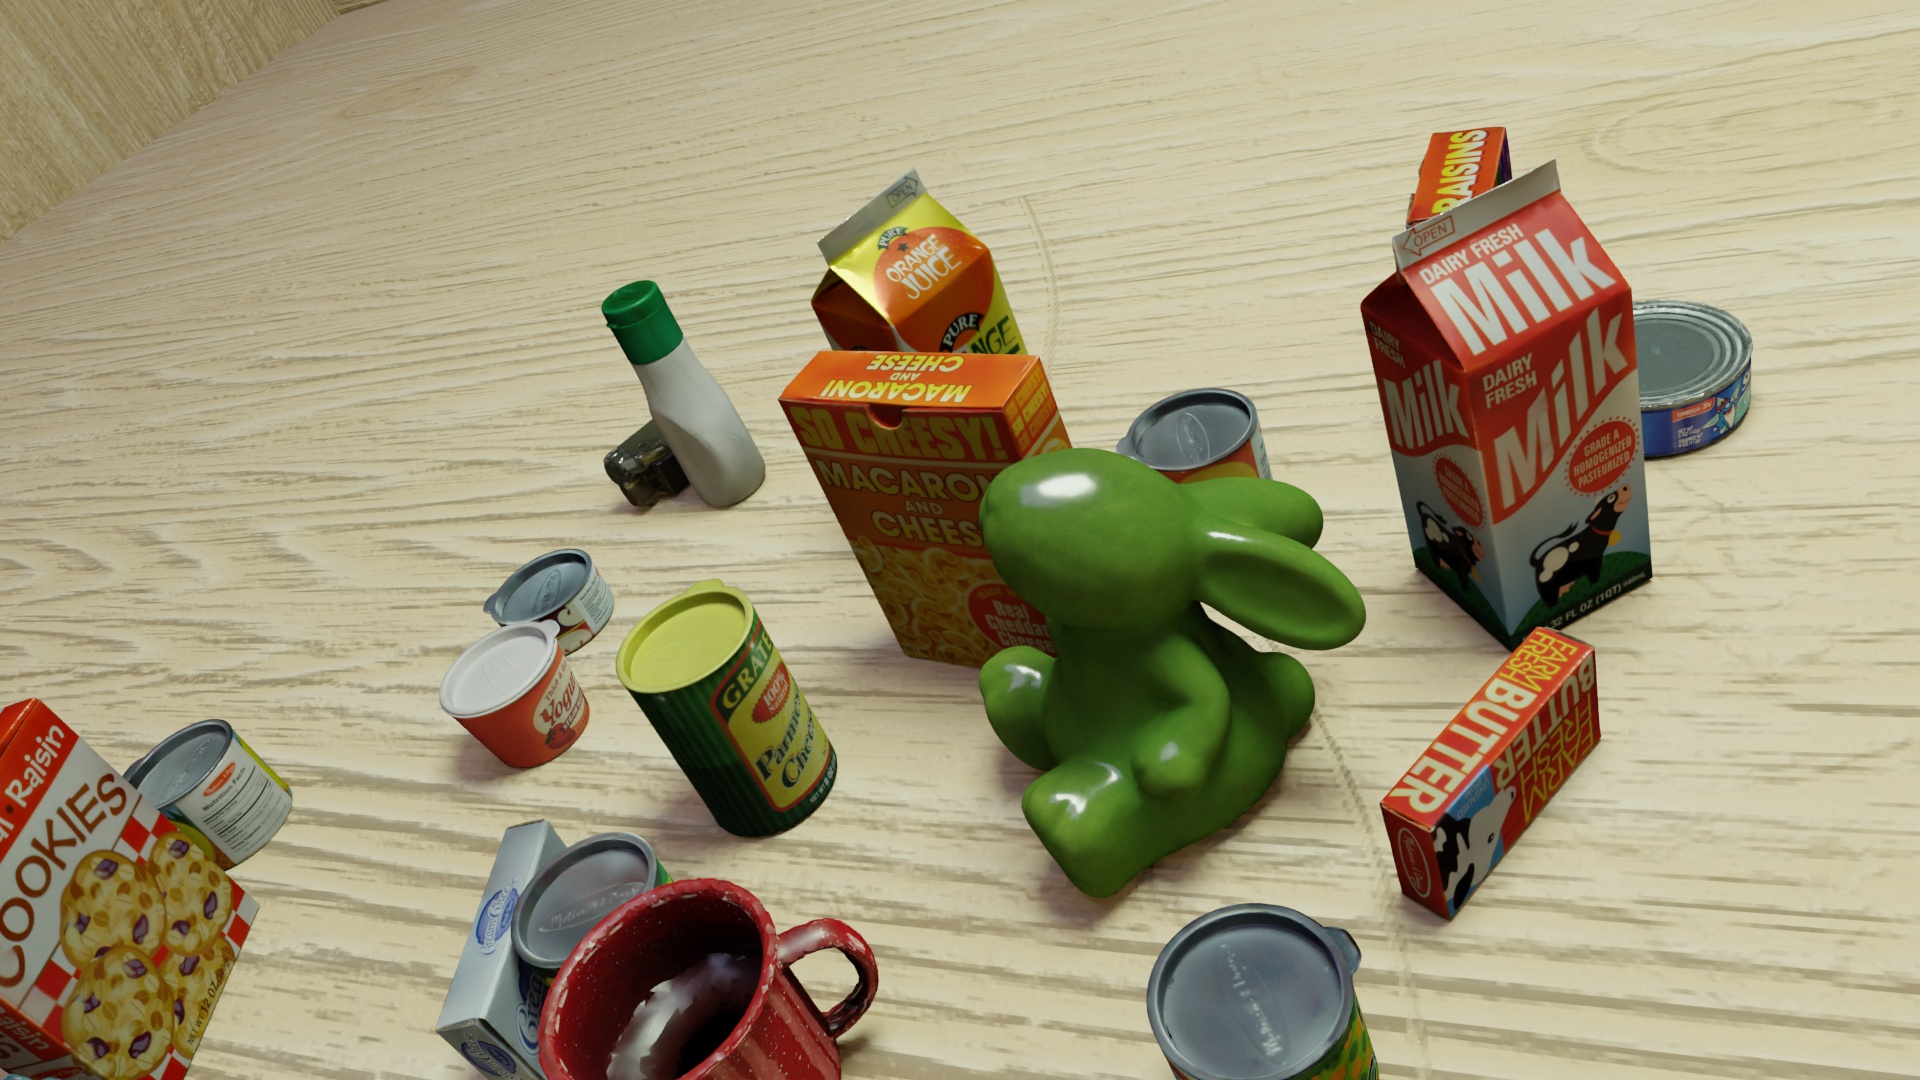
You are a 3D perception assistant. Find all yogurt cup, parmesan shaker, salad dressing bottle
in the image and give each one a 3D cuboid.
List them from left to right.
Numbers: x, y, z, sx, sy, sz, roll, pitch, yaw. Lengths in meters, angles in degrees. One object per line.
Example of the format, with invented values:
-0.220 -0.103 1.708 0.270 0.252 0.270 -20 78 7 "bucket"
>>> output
-0.238 0.086 0.751 0.072 0.053 0.073 -15 37 12 "yogurt cup"
-0.171 -0.089 0.856 0.064 0.147 0.044 19 54 44 "salad dressing bottle"
-0.104 0.078 0.644 0.071 0.102 0.072 -15 37 12 "parmesan shaker"

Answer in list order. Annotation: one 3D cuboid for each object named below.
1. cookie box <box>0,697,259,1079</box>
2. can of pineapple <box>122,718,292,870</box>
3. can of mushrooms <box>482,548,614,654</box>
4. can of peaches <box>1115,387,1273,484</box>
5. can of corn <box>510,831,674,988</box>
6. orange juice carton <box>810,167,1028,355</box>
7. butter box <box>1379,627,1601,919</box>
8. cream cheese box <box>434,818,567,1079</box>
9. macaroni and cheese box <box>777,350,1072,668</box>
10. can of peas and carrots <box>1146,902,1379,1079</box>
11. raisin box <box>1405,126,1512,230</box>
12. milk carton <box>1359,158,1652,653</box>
-0.410 0.173 0.639 0.040 0.166 0.123 -17 36 10 "cookie box"
-0.422 0.143 0.778 0.071 0.057 0.071 -15 37 12 "can of pineapple"
-0.246 0.039 0.832 0.071 0.033 0.071 -15 37 12 "can of mushrooms"
0.120 -0.034 0.700 0.071 0.057 0.071 -15 37 12 "can of peaches"
-0.146 0.170 0.589 0.071 0.058 0.071 -15 37 12 "can of corn"
-0.014 -0.095 0.738 0.072 0.191 0.073 -42 39 -23 "orange juice carton"
0.197 0.084 0.511 0.104 0.053 0.024 -40 39 -21 "butter box"
-0.189 0.179 0.605 0.024 0.053 0.104 -15 37 13 "cream cheese box"
0.002 -0.008 0.640 0.123 0.165 0.040 6 45 35 "macaroni and cheese box"
0.103 0.163 0.458 0.071 0.058 0.071 -15 37 12 "can of peas and carrots"
0.254 -0.129 0.690 0.040 0.123 0.086 0 42 29 "raisin box"
0.218 -0.054 0.558 0.072 0.189 0.074 -27 36 -4 "milk carton"
